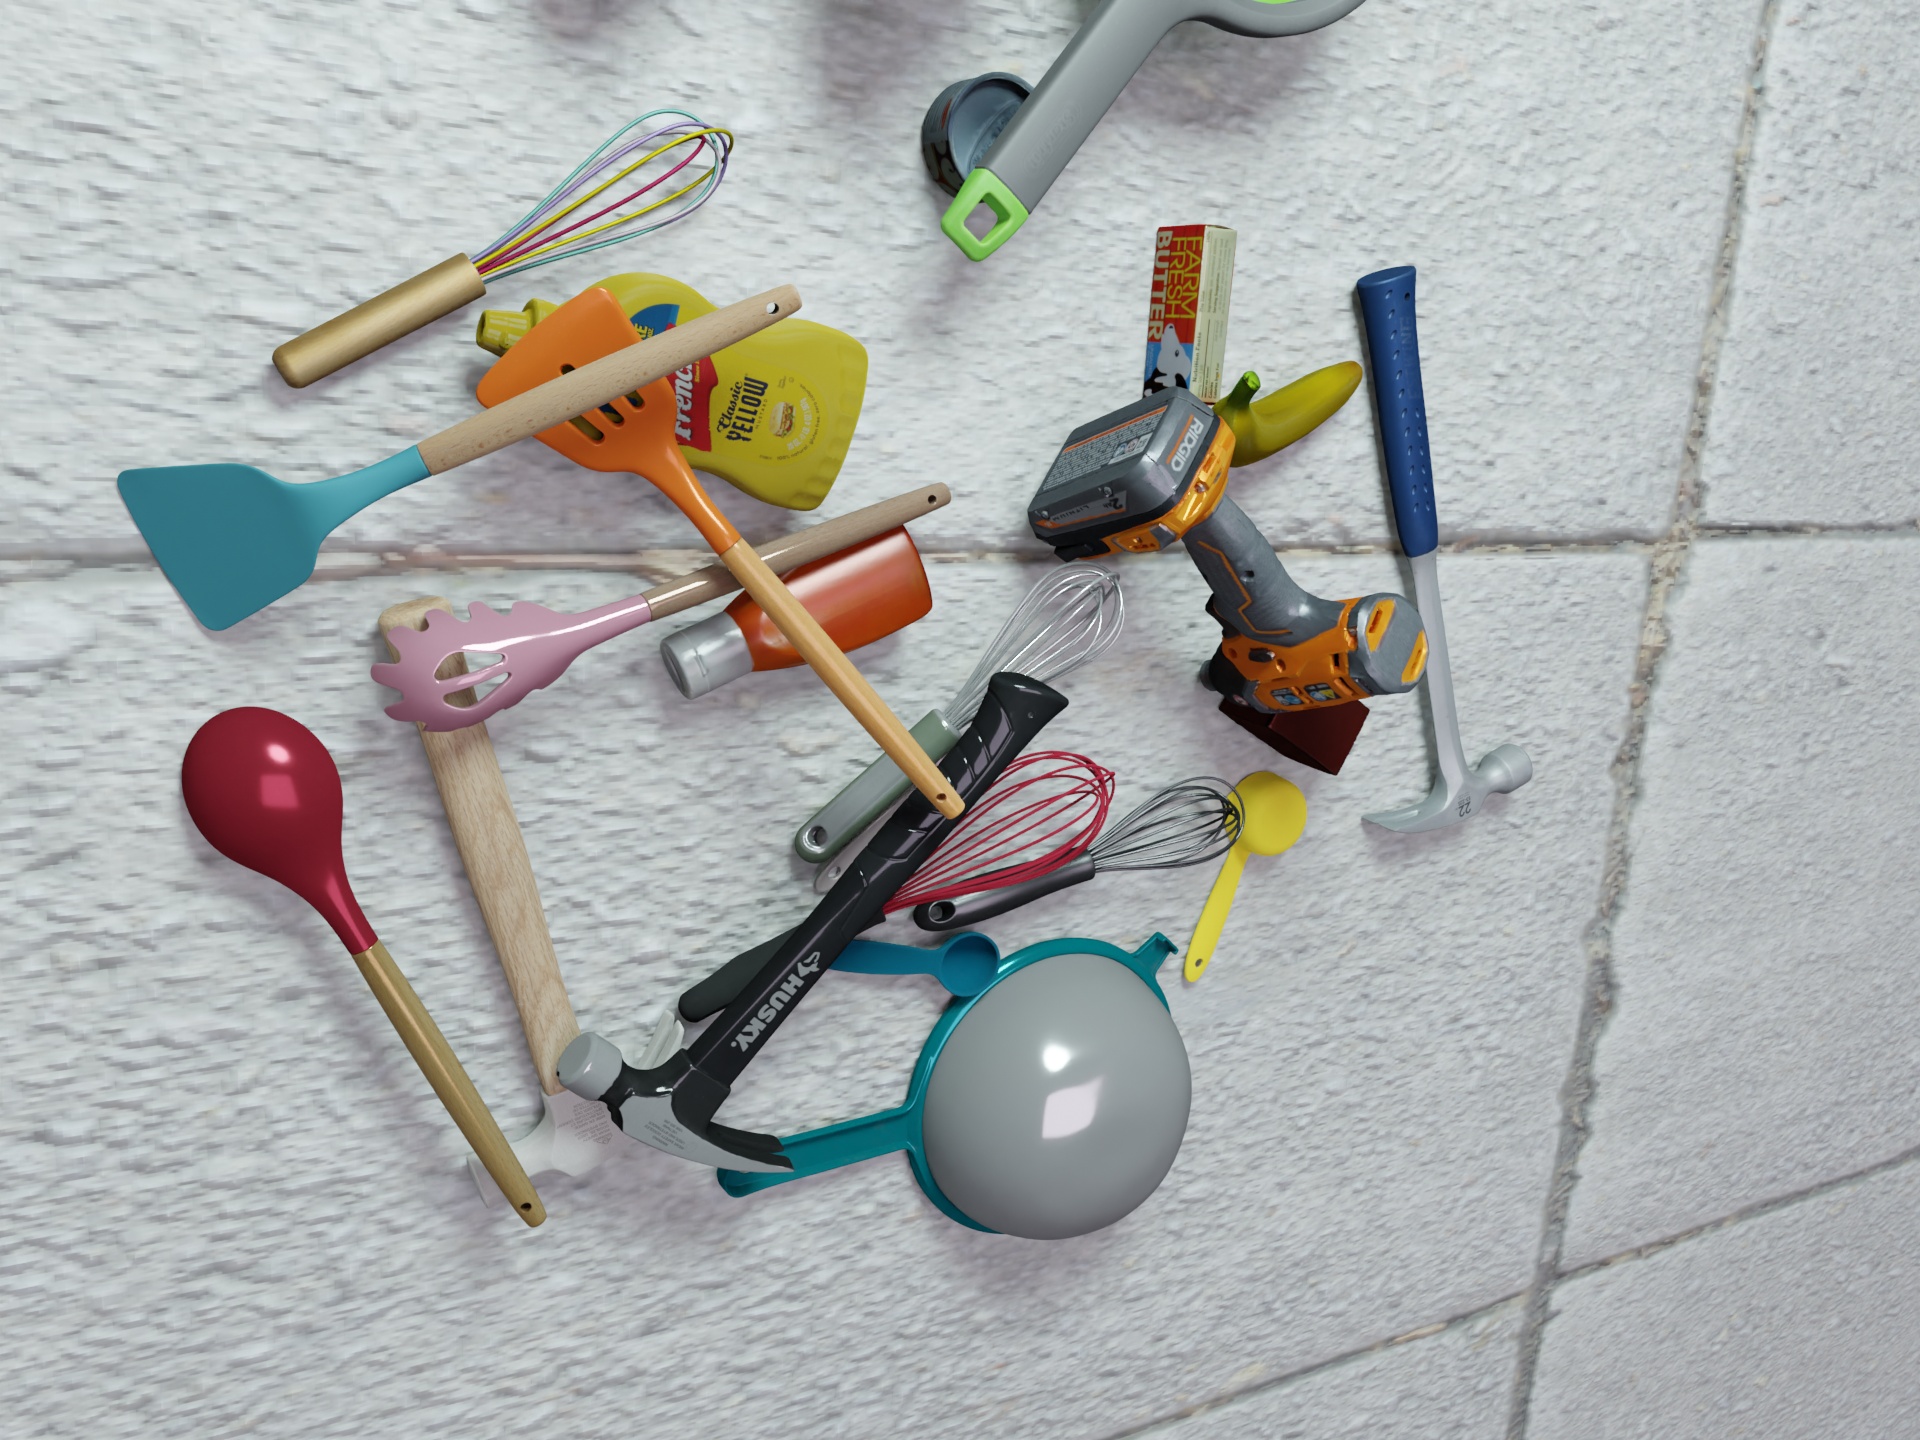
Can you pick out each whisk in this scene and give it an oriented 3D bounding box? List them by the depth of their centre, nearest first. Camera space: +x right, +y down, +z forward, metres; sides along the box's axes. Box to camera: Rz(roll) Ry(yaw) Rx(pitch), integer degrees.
[{"bbox_3d":[-0.213,-0.226,0.756,0.245,0.047,0.051,-33,116,-15],"label":"whisk"},{"bbox_3d":[-0.001,-0.003,0.917,0.246,0.059,0.058,-42,77,3],"label":"whisk"},{"bbox_3d":[-0.033,0.099,0.940,0.296,0.073,0.073,-28,116,-14],"label":"whisk"},{"bbox_3d":[0.078,0.088,1.013,0.239,0.055,0.055,-17,112,-21],"label":"whisk"}]

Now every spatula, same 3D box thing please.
[{"bbox_3d":[-0.220,-0.133,0.724,0.317,0.044,0.082,-25,114,-5],"label":"spatula"},{"bbox_3d":[-0.100,-0.066,0.792,0.081,0.041,0.322,-38,108,7],"label":"spatula"}]

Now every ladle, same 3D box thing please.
[{"bbox_3d":[-0.287,0.134,0.798,0.069,0.031,0.315,-28,111,-9],"label":"ladle"}]

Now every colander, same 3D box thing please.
[{"bbox_3d":[0.102,-0.413,0.860,0.204,0.095,0.397,39,86,-32],"label":"colander"}]

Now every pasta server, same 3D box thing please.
[{"bbox_3d":[-0.141,-0.068,0.816,0.316,0.040,0.060,-25,114,-26],"label":"pasta server"}]

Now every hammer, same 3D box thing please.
[{"bbox_3d":[-0.235,0.094,0.837,0.130,0.031,0.331,-21,113,-24],"label":"hammer"},{"bbox_3d":[-0.059,0.107,0.880,0.335,0.035,0.146,-49,120,-2],"label":"hammer"},{"bbox_3d":[0.318,-0.106,1.104,0.144,0.035,0.405,-25,115,-23],"label":"hammer"}]

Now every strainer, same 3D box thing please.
[{"bbox_3d":[0.022,0.261,0.996,0.340,0.095,0.211,-7,107,-30],"label":"strainer"}]

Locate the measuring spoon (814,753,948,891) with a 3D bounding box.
[{"bbox_3d":[-0.044,0.055,0.952,0.124,0.018,0.034,-44,135,-5],"label":"measuring spoon"}]

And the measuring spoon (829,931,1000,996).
[{"bbox_3d":[-0.037,0.144,0.981,0.128,0.021,0.042,8,100,-23],"label":"measuring spoon"}]

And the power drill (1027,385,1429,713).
[{"bbox_3d":[0.150,-0.085,0.953,0.226,0.164,0.084,39,64,-23],"label":"power drill"}]

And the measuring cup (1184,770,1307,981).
[{"bbox_3d":[0.194,0.111,1.094,0.062,0.029,0.156,22,90,-33],"label":"measuring cup"}]
